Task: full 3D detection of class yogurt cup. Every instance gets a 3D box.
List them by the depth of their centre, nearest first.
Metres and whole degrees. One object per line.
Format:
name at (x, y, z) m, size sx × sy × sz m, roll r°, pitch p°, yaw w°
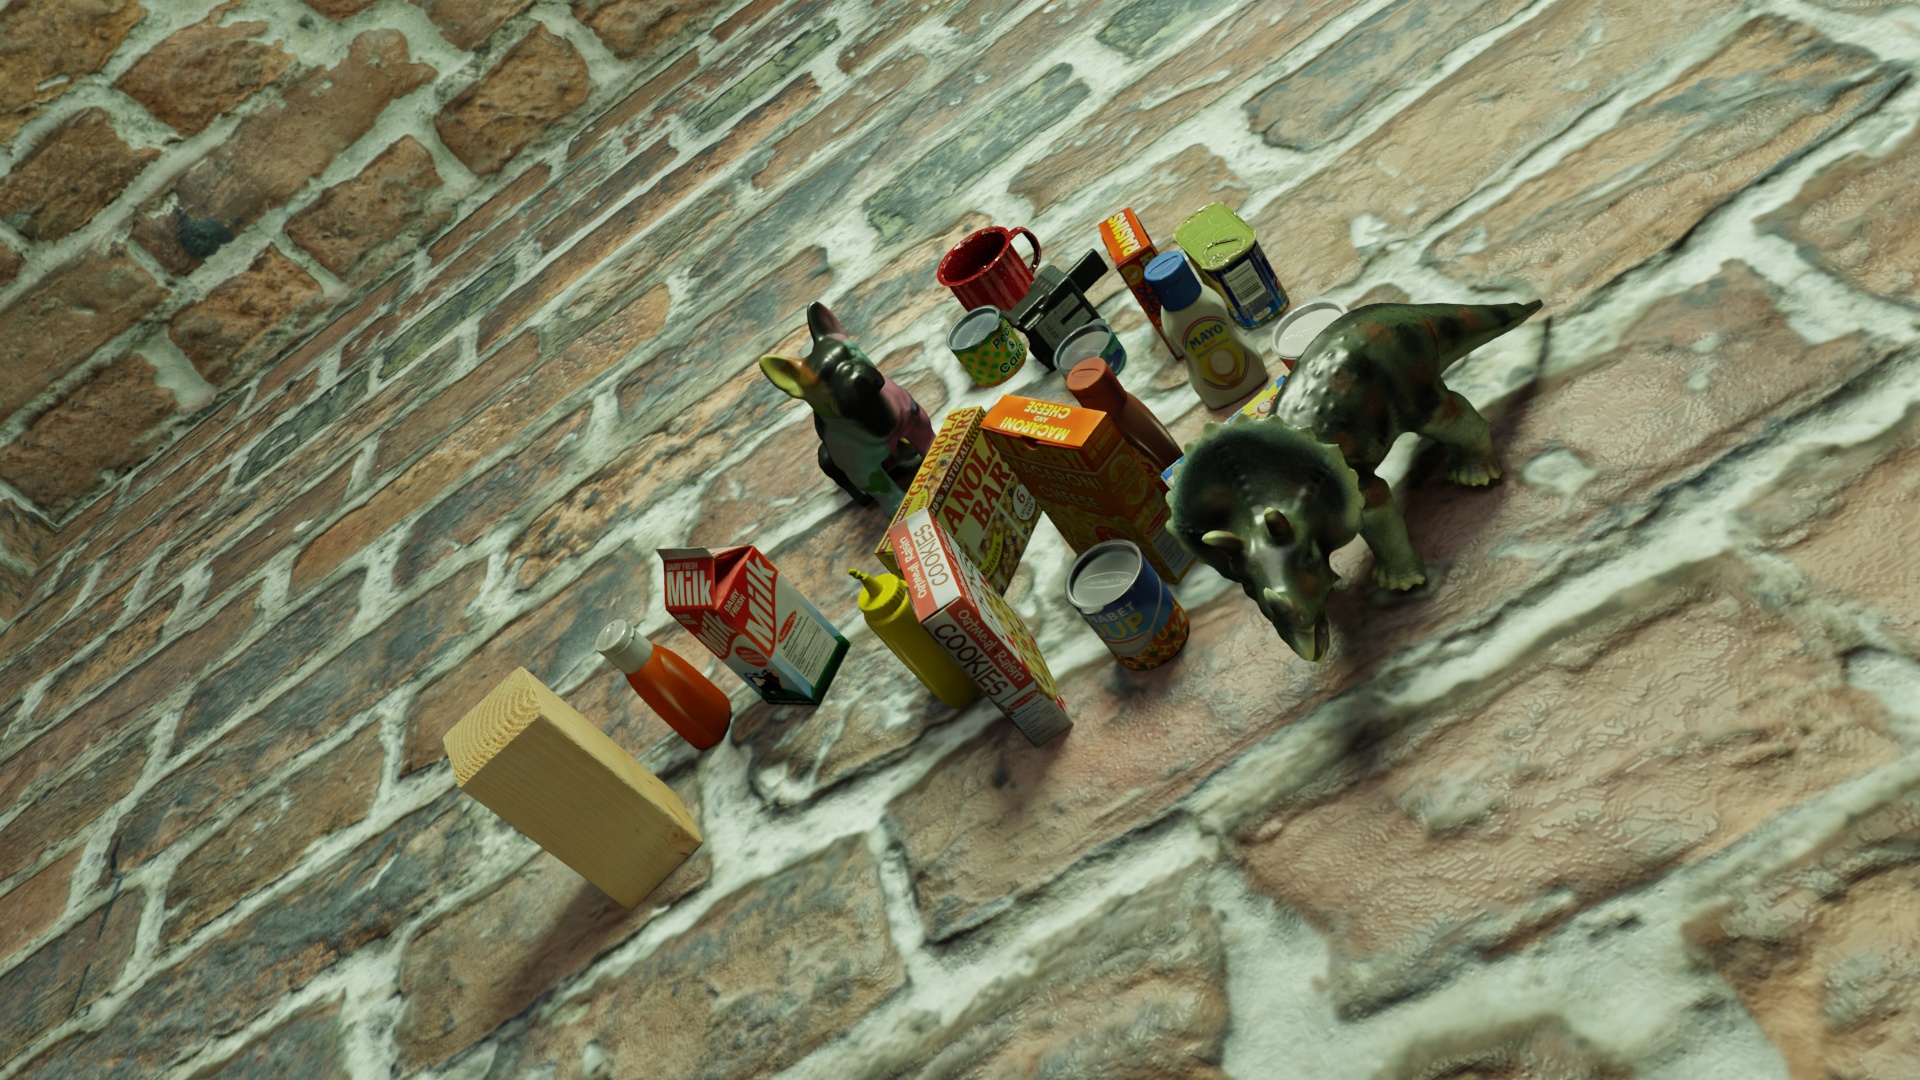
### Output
yogurt cup at (0.301, -0.160, 1.164) m, size 0.072 × 0.053 × 0.073 m, roll -25°, pitch 38°, yaw 21°

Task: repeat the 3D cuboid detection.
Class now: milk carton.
milk carton at (-0.192, 0.066, 1.248) m, size 0.072 × 0.190 × 0.074 m, roll -4°, pitch 49°, yaw 40°

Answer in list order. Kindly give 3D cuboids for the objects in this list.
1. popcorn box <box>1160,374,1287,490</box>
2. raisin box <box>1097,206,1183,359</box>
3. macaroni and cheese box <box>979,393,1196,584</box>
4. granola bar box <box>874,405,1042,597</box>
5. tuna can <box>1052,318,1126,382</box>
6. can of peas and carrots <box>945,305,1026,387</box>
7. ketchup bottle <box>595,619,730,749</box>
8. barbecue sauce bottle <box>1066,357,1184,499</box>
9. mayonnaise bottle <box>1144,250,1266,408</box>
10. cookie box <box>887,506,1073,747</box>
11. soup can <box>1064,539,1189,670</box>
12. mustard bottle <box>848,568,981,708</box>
popcorn box at (0.230, -0.056, 1.088) m, size 0.127 × 0.085 × 0.038 m, roll -39°, pitch 35°, yaw 1°
raisin box at (0.180, -0.242, 1.304) m, size 0.040 × 0.123 × 0.086 m, roll -30°, pitch 36°, yaw 15°
macaroni and cheese box at (0.104, -0.041, 1.115) m, size 0.124 × 0.166 × 0.040 m, roll 18°, pitch 64°, yaw 50°
granola bar box at (0.004, -0.015, 1.215) m, size 0.039 × 0.124 × 0.166 m, roll -4°, pitch 49°, yaw 41°
tuna can at (0.128, -0.182, 1.364) m, size 0.071 × 0.032 × 0.071 m, roll -24°, pitch 38°, yaw 21°
can of peas and carrots at (0.030, -0.204, 1.456) m, size 0.071 × 0.058 × 0.071 m, roll -25°, pitch 38°, yaw 21°
ketchup bottle at (-0.275, 0.130, 1.289) m, size 0.043 × 0.148 × 0.065 m, roll -26°, pitch 37°, yaw 19°
barbecue sauce bottle at (0.139, -0.088, 1.151) m, size 0.065 × 0.148 × 0.044 m, roll 3°, pitch 53°, yaw 44°
mayonnaise bottle at (0.206, -0.182, 1.193) m, size 0.064 × 0.147 × 0.041 m, roll -31°, pitch 36°, yaw 13°
cookie box at (0.014, 0.068, 1.078) m, size 0.040 × 0.167 × 0.123 m, roll -35°, pitch 35°, yaw 8°
soup can at (0.127, 0.052, 1.064) m, size 0.071 × 0.083 × 0.072 m, roll -25°, pitch 38°, yaw 21°
mustard bottle at (-0.039, 0.072, 1.128) m, size 0.049 × 0.159 × 0.065 m, roll -41°, pitch 35°, yaw -1°
